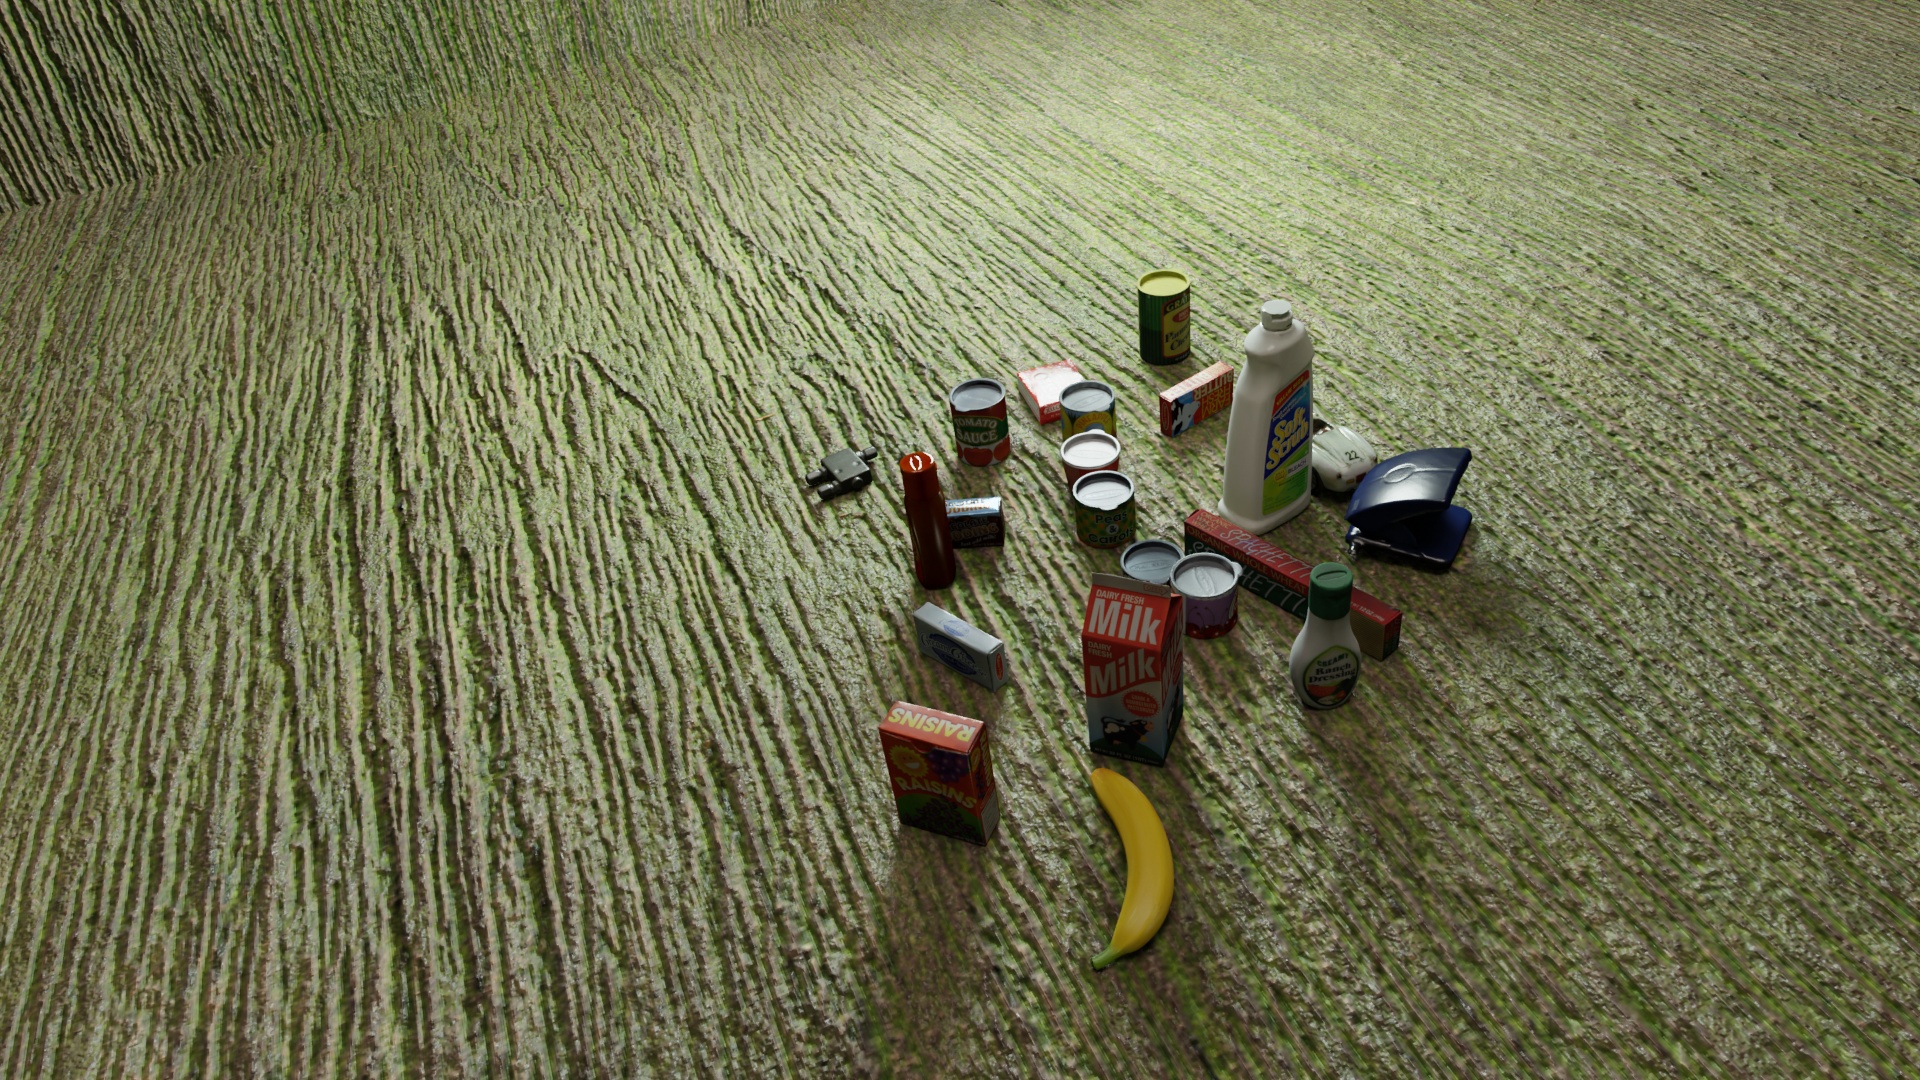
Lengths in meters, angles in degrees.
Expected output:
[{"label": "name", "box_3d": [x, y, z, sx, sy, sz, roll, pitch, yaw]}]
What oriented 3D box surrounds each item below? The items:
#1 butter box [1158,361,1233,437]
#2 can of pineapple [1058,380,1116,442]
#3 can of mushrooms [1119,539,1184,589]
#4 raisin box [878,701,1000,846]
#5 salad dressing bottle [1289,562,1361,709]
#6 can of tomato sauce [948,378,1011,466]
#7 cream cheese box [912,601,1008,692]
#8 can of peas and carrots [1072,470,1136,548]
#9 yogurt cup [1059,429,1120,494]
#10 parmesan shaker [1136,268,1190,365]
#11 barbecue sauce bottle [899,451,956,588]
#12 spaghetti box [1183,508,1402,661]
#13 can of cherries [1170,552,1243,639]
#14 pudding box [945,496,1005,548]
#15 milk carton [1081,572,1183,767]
[{"label": "butter box", "box_3d": [0.280, -0.168, 1.650, 0.104, 0.052, 0.024, -29, 43, -24]}, {"label": "can of pineapple", "box_3d": [0.151, -0.147, 1.643, 0.071, 0.057, 0.071, -5, 39, 4]}, {"label": "can of mushrooms", "box_3d": [0.199, 0.033, 1.431, 0.071, 0.033, 0.071, -5, 39, 4]}, {"label": "raisin box", "box_3d": [-0.017, 0.201, 1.191, 0.086, 0.122, 0.040, 11, 43, 23]}, {"label": "salad dressing bottle", "box_3d": [0.330, 0.086, 1.250, 0.064, 0.146, 0.044, -11, 39, -2]}, {"label": "can of tomato sauce", "box_3d": [0.023, -0.138, 1.635, 0.071, 0.082, 0.071, -5, 39, 4]}, {"label": "cream cheese box", "box_3d": [0.000, 0.104, 1.363, 0.104, 0.053, 0.024, 26, 50, 36]}, {"label": "can of peas and carrots", "box_3d": [0.157, -0.032, 1.499, 0.071, 0.058, 0.071, -5, 39, 4]}, {"label": "yogurt cup", "box_3d": [0.148, -0.082, 1.566, 0.072, 0.053, 0.073, -5, 39, 4]}, {"label": "parmesan shaker", "box_3d": [0.259, -0.283, 1.755, 0.071, 0.102, 0.072, -5, 39, 4]}, {"label": "barbecue sauce bottle", "box_3d": [-0.035, -0.023, 1.452, 0.044, 0.147, 0.065, -10, 39, -2]}, {"label": "spaghetti box", "box_3d": [0.324, 0.040, 1.386, 0.029, 0.050, 0.250, -33, 45, -28]}, {"label": "can of cherries", "box_3d": [0.244, 0.055, 1.375, 0.071, 0.058, 0.072, -5, 39, 4]}, {"label": "pudding box", "box_3d": [0.005, -0.019, 1.518, 0.084, 0.049, 0.030, -4, 39, 6]}, {"label": "milk carton", "box_3d": [0.153, 0.105, 1.225, 0.072, 0.189, 0.074, 9, 42, 21]}]
